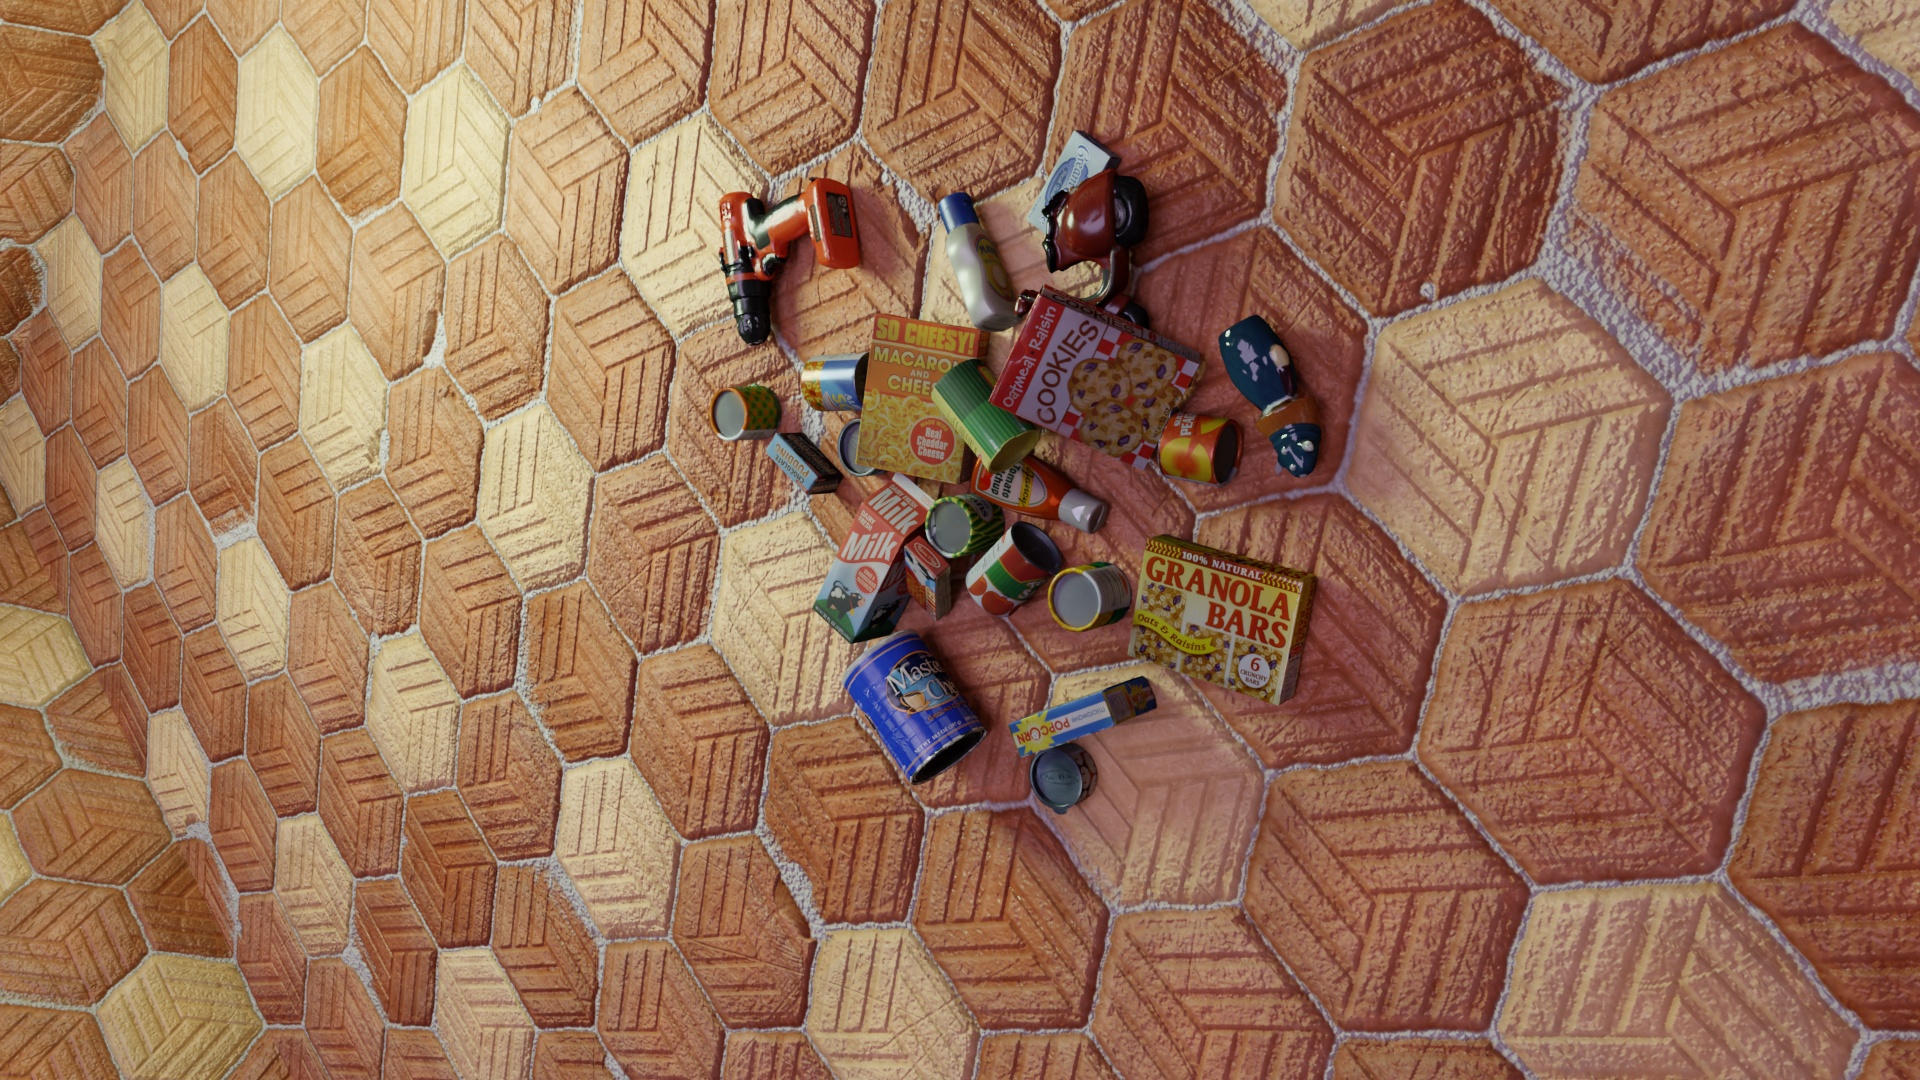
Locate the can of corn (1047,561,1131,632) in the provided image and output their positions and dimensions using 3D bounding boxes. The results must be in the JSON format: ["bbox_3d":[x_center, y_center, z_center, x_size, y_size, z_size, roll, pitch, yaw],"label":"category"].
[{"bbox_3d":[0.129,0.058,1.412,0.071,0.058,0.071,5,98,36],"label":"can of corn"}]

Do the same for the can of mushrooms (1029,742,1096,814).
[{"bbox_3d":[0.109,0.251,1.466,0.071,0.033,0.071,5,98,36],"label":"can of mushrooms"}]

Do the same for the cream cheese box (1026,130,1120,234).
[{"bbox_3d":[0.113,-0.353,1.396,0.053,0.024,0.103,42,118,24],"label":"cream cheese box"}]

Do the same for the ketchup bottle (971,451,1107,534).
[{"bbox_3d":[0.083,-0.051,1.443,0.149,0.043,0.064,27,104,31],"label":"ketchup bottle"}]

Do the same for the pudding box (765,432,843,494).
[{"bbox_3d":[-0.184,-0.091,1.633,0.084,0.050,0.030,46,118,23],"label":"pudding box"}]

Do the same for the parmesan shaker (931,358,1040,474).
[{"bbox_3d":[0.025,-0.129,1.417,0.103,0.071,0.071,53,122,18],"label":"parmesan shaker"}]

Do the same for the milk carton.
[{"bbox_3d":[-0.086,0.018,1.558,0.072,0.073,0.189,40,117,27],"label":"milk carton"}]

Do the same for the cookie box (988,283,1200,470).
[{"bbox_3d":[0.128,-0.157,1.342,0.167,0.040,0.122,24,117,-3],"label":"cookie box"}]

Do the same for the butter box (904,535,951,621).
[{"bbox_3d":[-0.035,0.043,1.518,0.053,0.024,0.103,45,159,23],"label":"butter box"}]

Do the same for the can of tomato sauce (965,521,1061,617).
[{"bbox_3d":[0.057,0.032,1.459,0.082,0.071,0.071,-47,68,32],"label":"can of tomato sauce"}]

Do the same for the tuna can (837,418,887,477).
[{"bbox_3d":[-0.105,-0.108,1.582,0.071,0.033,0.071,5,99,36],"label":"tuna can"}]

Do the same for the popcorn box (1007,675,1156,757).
[{"bbox_3d":[0.124,0.179,1.413,0.126,0.085,0.038,-25,82,36],"label":"popcorn box"}]

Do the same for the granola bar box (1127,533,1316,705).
[{"bbox_3d":[0.250,0.073,1.336,0.165,0.039,0.124,17,106,34],"label":"granola bar box"}]

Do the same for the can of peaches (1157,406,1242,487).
[{"bbox_3d":[0.227,-0.089,1.314,0.058,0.071,0.071,14,104,34],"label":"can of peaches"}]

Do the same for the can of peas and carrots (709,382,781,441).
[{"bbox_3d":[-0.261,-0.156,1.677,0.071,0.059,0.071,5,99,36],"label":"can of peas and carrots"}]

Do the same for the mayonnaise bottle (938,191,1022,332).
[{"bbox_3d":[0.016,-0.292,1.454,0.041,0.065,0.148,-27,76,33],"label":"mayonnaise bottle"}]

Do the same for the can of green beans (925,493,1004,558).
[{"bbox_3d":[0.004,-0.017,1.496,0.071,0.058,0.071,5,99,36],"label":"can of green beans"}]

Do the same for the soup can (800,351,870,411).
[{"bbox_3d":[-0.129,-0.176,1.571,0.083,0.071,0.071,2,97,37],"label":"soup can"}]

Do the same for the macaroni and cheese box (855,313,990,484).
[{"bbox_3d":[-0.042,-0.155,1.505,0.124,0.040,0.166,12,103,16],"label":"macaroni and cheese box"}]
